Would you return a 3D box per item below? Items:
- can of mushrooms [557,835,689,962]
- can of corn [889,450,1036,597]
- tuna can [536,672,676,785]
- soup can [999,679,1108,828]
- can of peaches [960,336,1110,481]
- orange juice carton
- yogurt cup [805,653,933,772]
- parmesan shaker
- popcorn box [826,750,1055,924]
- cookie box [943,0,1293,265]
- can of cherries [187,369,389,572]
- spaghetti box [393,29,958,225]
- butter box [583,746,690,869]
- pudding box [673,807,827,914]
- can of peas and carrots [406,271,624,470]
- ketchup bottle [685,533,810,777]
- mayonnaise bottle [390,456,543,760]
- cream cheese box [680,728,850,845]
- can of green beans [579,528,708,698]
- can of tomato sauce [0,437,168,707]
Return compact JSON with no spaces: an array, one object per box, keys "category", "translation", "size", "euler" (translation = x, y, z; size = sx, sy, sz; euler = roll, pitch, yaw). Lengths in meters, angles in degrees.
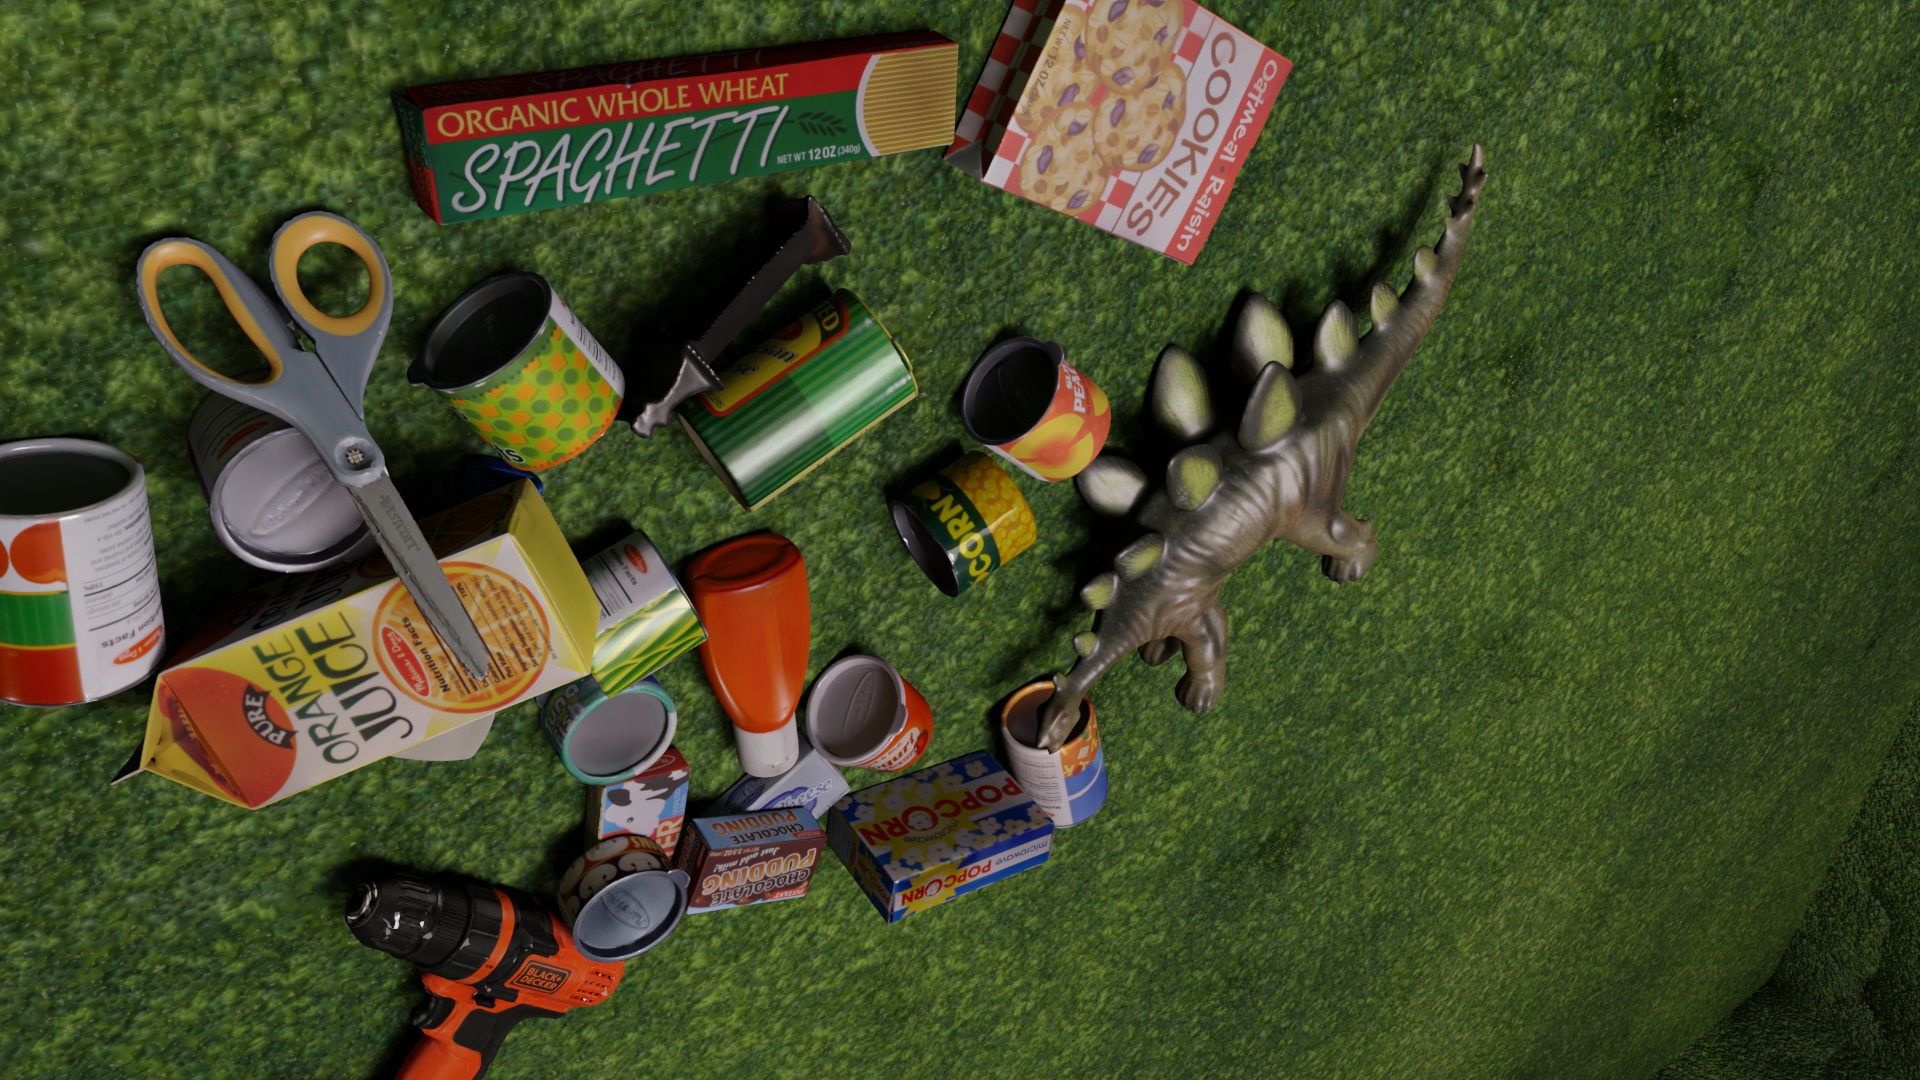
[{"category":"can of mushrooms","translation":[-0.189,0.200,0.783],"size":[0.071,0.033,0.070],"euler":[-19,129,-25]},{"category":"can of corn","translation":[0.003,-0.010,0.795],"size":[0.058,0.071,0.070],"euler":[-34,135,-16]},{"category":"tuna can","translation":[-0.190,0.096,0.744],"size":[0.071,0.033,0.070],"euler":[-21,131,-26]},{"category":"soup can","translation":[0.067,0.146,0.964],"size":[0.071,0.071,0.083],"euler":[-30,134,-18]},{"category":"can of peaches","translation":[0.045,-0.075,0.784],"size":[0.071,0.071,0.058],"euler":[-53,138,6]},{"category":"orange juice carton","translation":[-0.260,0.050,0.592],"size":[0.193,0.072,0.072],"euler":[-22,113,-2]},{"category":"yogurt cup","translation":[-0.052,0.108,0.843],"size":[0.072,0.072,0.054],"euler":[-49,145,1]},{"category":"parmesan shaker","translation":[-0.081,-0.069,0.685],"size":[0.103,0.071,0.071],"euler":[-37,136,-11]},{"category":"popcorn box","translation":[-0.013,0.193,0.918],"size":[0.127,0.085,0.038],"euler":[-13,126,-31]},{"category":"cookie box","translation":[0.088,-0.226,0.729],"size":[0.167,0.040,0.122],"euler":[10,113,-42]},{"category":"can of cherries","translation":[-0.274,-0.028,0.569],"size":[0.072,0.058,0.071],"euler":[-21,131,-27]},{"category":"spaghetti box","translation":[-0.112,-0.184,0.608],"size":[0.251,0.029,0.050],"euler":[-18,129,-29]},{"category":"butter box","translation":[-0.190,0.170,0.805],"size":[0.053,0.024,0.103],"euler":[-8,124,-34]},{"category":"pudding box","translation":[-0.127,0.190,0.828],"size":[0.084,0.030,0.049],"euler":[4,118,-40]},{"category":"can of peas and carrots","translation":[-0.190,-0.071,0.600],"size":[0.071,0.071,0.058],"euler":[-41,137,-7]},{"category":"ketchup bottle","translation":[-0.114,0.069,0.778],"size":[0.065,0.043,0.148],"euler":[-21,131,-26]},{"category":"mayonnaise bottle","translation":[-0.237,0.033,0.656],"size":[0.065,0.041,0.147],"euler":[14,109,-35]},{"category":"cream cheese box","translation":[-0.122,0.169,0.858],"size":[0.104,0.024,0.053],"euler":[-40,136,-8]},{"category":"can of green beans","translation":[-0.168,0.037,0.695],"size":[0.058,0.071,0.071],"euler":[-33,135,-15]},{"category":"can of tomato sauce","translation":[-0.349,0.011,0.533],"size":[0.071,0.071,0.082],"euler":[-10,125,-33]}]
